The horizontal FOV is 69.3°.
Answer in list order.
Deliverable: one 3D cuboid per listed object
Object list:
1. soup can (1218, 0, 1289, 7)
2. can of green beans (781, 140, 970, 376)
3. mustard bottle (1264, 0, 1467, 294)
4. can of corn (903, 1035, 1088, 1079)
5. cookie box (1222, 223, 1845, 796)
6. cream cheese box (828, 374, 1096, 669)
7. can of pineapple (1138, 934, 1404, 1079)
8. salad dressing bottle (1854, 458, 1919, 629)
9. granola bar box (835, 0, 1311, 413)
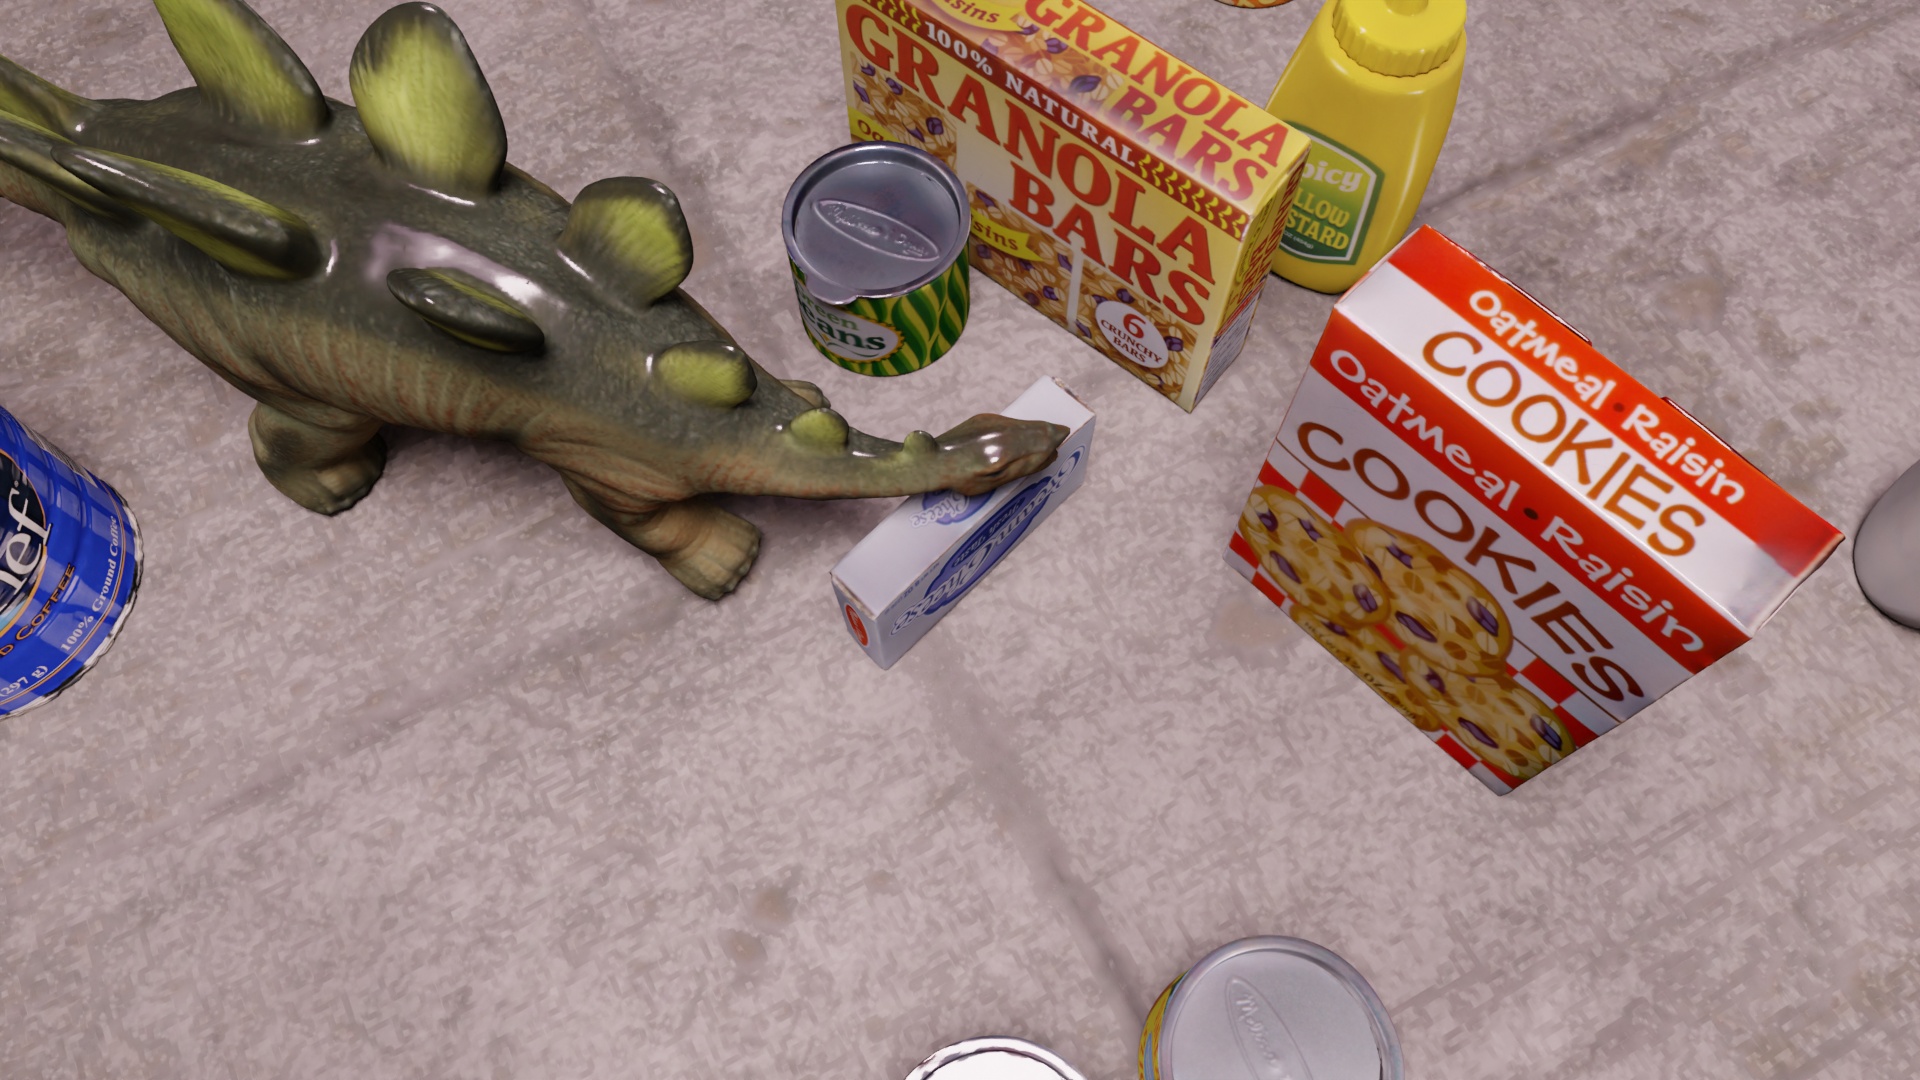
[{"bbox_3d":[0.126,-0.270,0.568,0.071,0.083,0.071,0,67,0],"label":"soup can"},{"bbox_3d":[-0.029,-0.102,0.509,0.071,0.057,0.071,0,67,0],"label":"can of green beans"},{"bbox_3d":[0.136,-0.148,0.473,0.065,0.159,0.049,31,71,13],"label":"mustard bottle"},{"bbox_3d":[0.008,0.177,0.388,0.071,0.058,0.071,0,67,0],"label":"can of corn"},{"bbox_3d":[0.148,0.001,0.404,0.040,0.166,0.123,-42,73,-16],"label":"cookie box"},{"bbox_3d":[0.002,-0.006,0.470,0.024,0.053,0.104,42,73,16],"label":"cream cheese box"},{"bbox_3d":[0.085,0.151,0.399,0.071,0.057,0.071,0,67,0],"label":"can of pineapple"},{"bbox_3d":[0.336,-0.017,0.422,0.044,0.147,0.064,5,67,2],"label":"salad dressing bottle"},{"bbox_3d":[0.033,-0.131,0.486,0.166,0.123,0.039,37,72,15],"label":"granola bar box"}]
